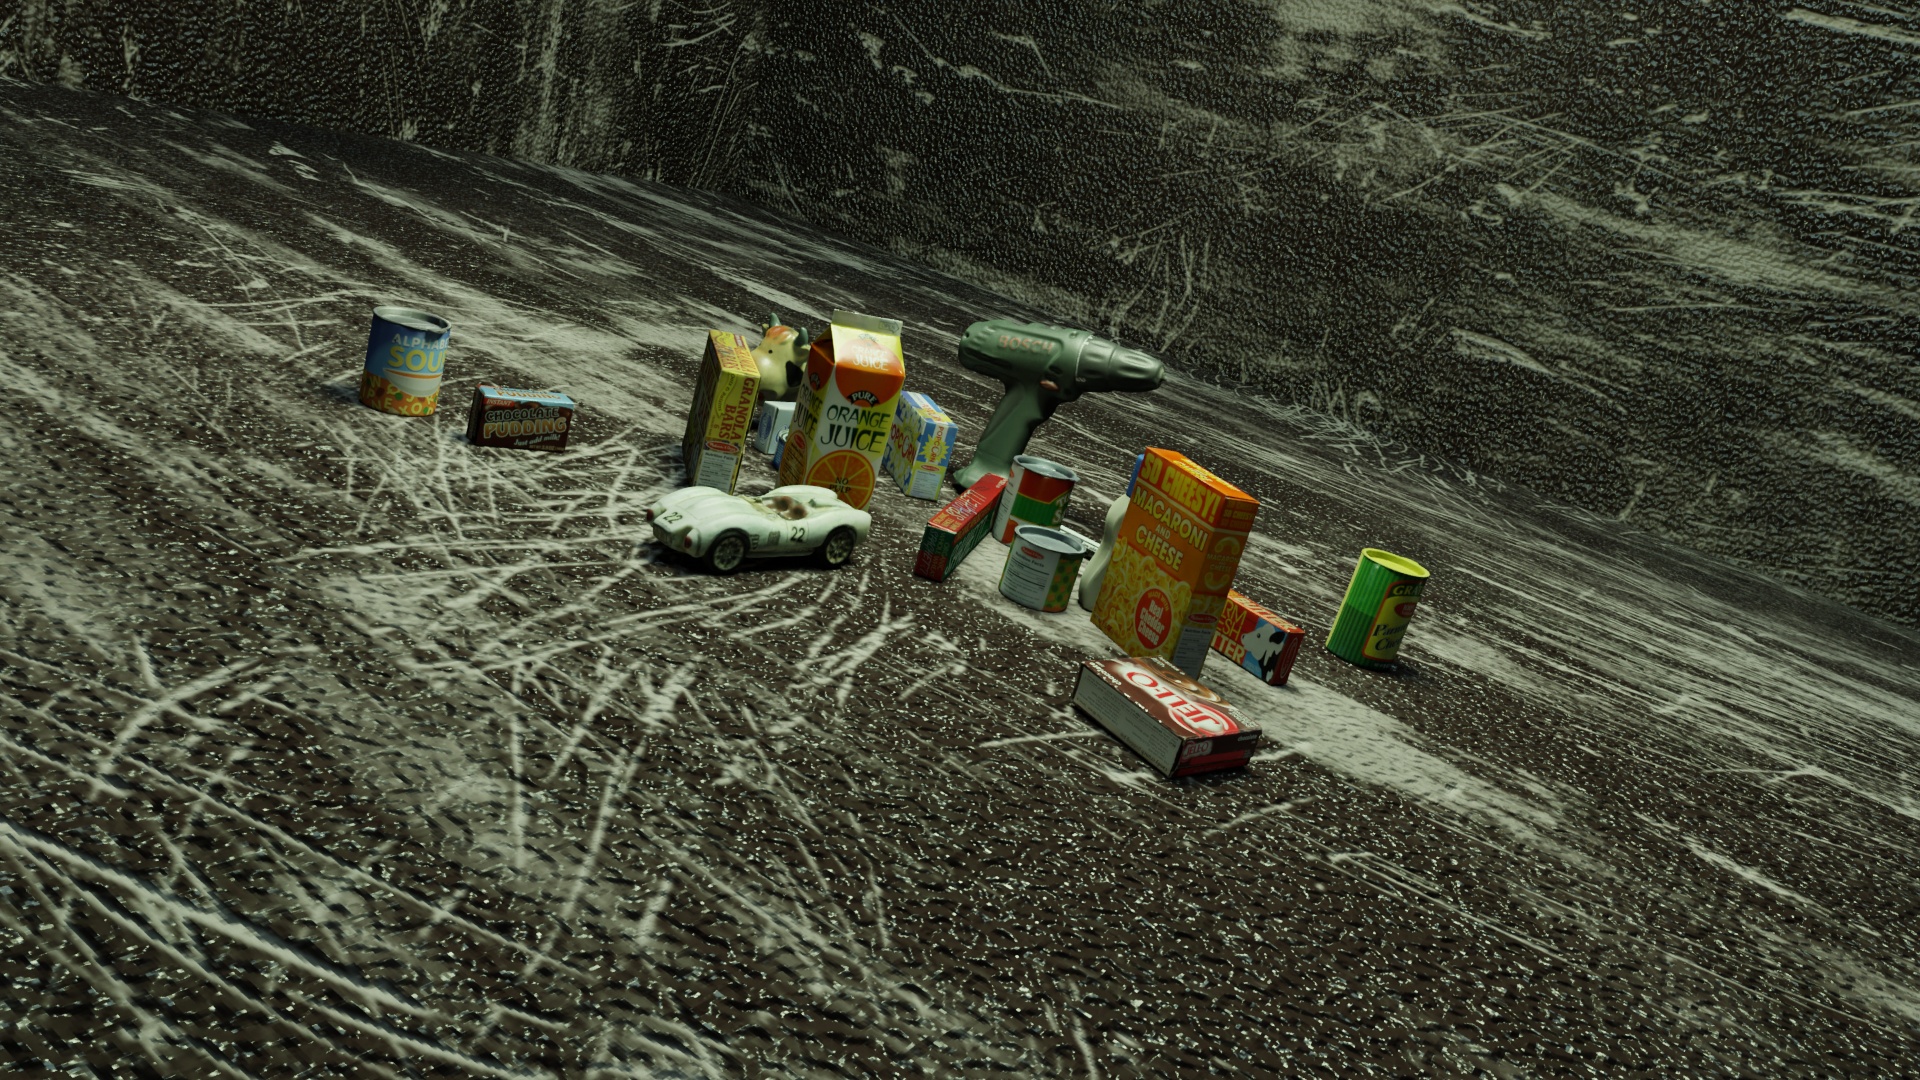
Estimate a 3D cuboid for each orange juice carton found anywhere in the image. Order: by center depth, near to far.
[{"bbox_3d":[-0.110,-0.117,1.292,0.072,0.192,0.073,8,18,-28],"label":"orange juice carton"}]

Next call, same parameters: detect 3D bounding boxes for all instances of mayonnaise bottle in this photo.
[{"bbox_3d":[0.156,-0.003,1.258,0.065,0.147,0.041,13,16,-12],"label":"mayonnaise bottle"}]

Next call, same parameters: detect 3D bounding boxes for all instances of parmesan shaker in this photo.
[{"bbox_3d":[0.406,0.068,1.349,0.071,0.102,0.071,15,16,-4],"label":"parmesan shaker"}]

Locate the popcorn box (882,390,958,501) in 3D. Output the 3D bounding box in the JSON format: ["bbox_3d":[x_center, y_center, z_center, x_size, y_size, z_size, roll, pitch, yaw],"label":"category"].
[{"bbox_3d":[-0.046,-0.104,1.498,0.038,0.085,0.127,11,17,-20],"label":"popcorn box"}]

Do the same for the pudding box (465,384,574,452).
[{"bbox_3d":[-0.393,-0.109,1.242,0.084,0.049,0.030,3,21,-39],"label":"pudding box"}]

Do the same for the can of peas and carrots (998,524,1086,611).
[{"bbox_3d":[0.074,0.025,1.246,0.071,0.058,0.071,15,16,-4],"label":"can of peas and carrots"}]

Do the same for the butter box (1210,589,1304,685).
[{"bbox_3d":[0.256,0.083,1.243,0.024,0.053,0.104,3,21,-39],"label":"butter box"}]

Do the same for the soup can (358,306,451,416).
[{"bbox_3d":[-0.497,-0.160,1.246,0.071,0.083,0.071,15,16,-4],"label":"soup can"}]

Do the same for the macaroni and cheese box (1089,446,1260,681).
[{"bbox_3d":[0.178,0.020,1.173,0.040,0.166,0.124,8,18,-29],"label":"macaroni and cheese box"}]

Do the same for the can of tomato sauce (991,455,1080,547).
[{"bbox_3d":[0.076,-0.035,1.398,0.071,0.082,0.071,15,16,-4],"label":"can of tomato sauce"}]

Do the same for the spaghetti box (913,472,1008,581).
[{"bbox_3d":[0.005,-0.017,1.327,0.029,0.050,0.251,19,17,9],"label":"spaghetti box"}]

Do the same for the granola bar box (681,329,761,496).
[{"bbox_3d":[-0.226,-0.119,1.306,0.039,0.123,0.166,11,17,-18],"label":"granola bar box"}]

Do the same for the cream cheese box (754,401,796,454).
[{"bbox_3d":[-0.170,-0.119,1.484,0.024,0.053,0.104,29,20,36],"label":"cream cheese box"}]
